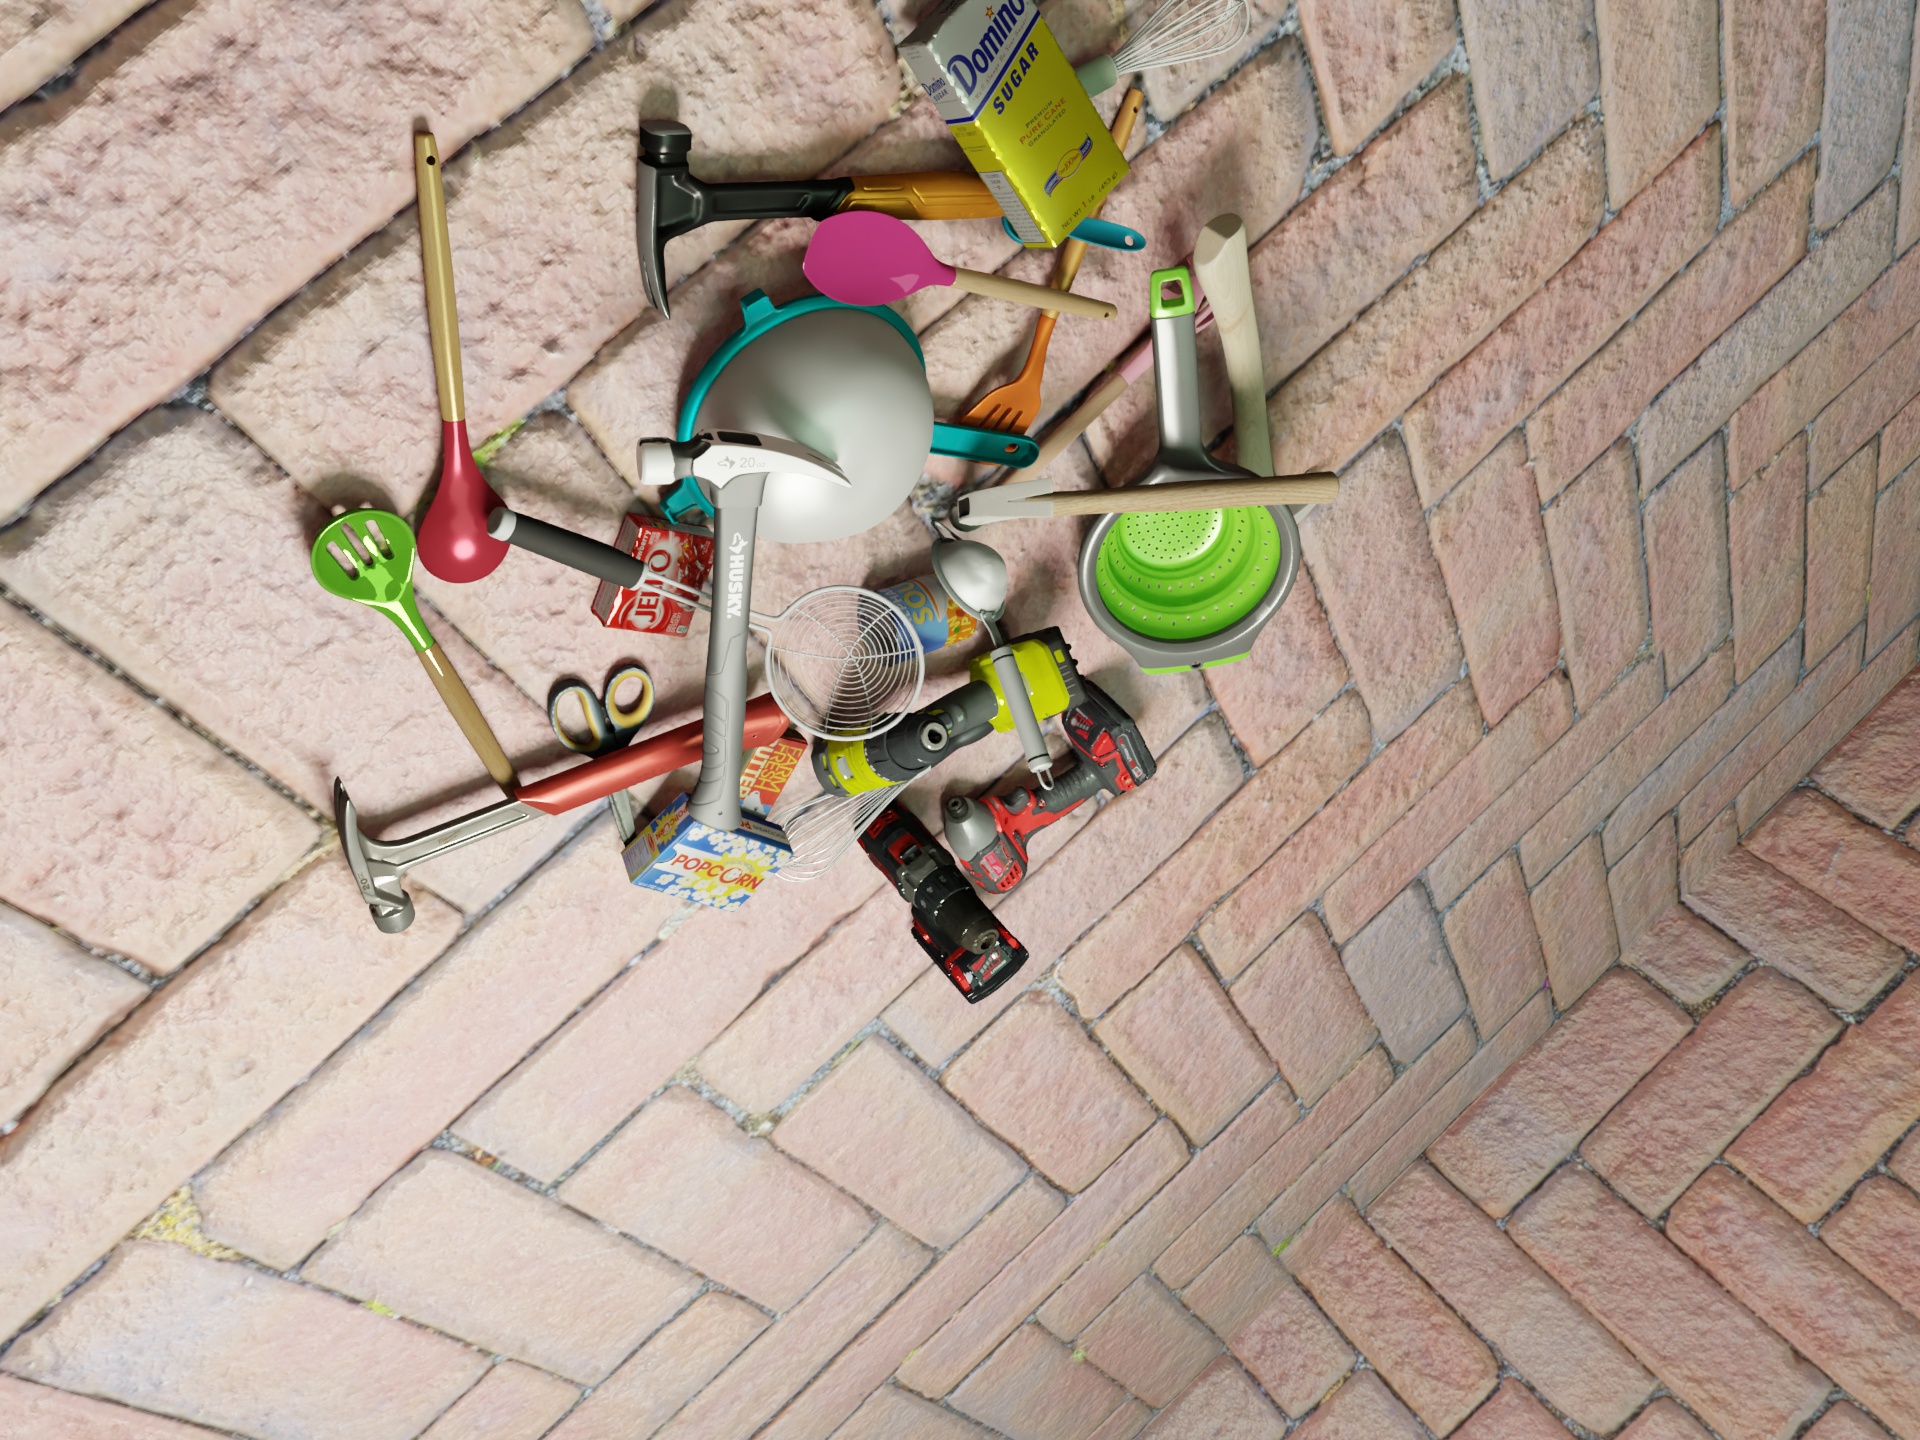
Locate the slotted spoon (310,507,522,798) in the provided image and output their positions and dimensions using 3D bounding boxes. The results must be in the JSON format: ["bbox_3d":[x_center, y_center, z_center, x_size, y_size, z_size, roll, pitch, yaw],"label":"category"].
[{"bbox_3d":[-0.381,-0.037,1.155,0.070,0.031,0.313,-33,139,-15],"label":"slotted spoon"}]

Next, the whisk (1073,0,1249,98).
[{"bbox_3d":[0.119,-0.497,1.208,0.246,0.058,0.059,-32,103,-11],"label":"whisk"}]

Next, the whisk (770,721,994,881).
[{"bbox_3d":[-0.065,0.059,1.484,0.284,0.070,0.070,-34,138,-21],"label":"whisk"}]

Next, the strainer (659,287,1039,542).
[{"bbox_3d":[-0.050,-0.204,1.231,0.340,0.095,0.211,0,131,-40],"label":"strainer"}]

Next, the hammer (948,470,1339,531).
[{"bbox_3d":[0.163,-0.189,1.346,0.331,0.130,0.031,-5,93,-11],"label":"hammer"}]

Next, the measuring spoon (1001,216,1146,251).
[{"bbox_3d":[0.088,-0.388,1.261,0.128,0.021,0.042,4,86,-25],"label":"measuring spoon"}]

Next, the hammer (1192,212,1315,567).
[{"bbox_3d":[0.270,-0.301,1.461,0.146,0.038,0.410,-40,147,-11],"label":"hammer"}]

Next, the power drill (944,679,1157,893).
[{"bbox_3d":[0.081,0.069,1.604,0.219,0.079,0.143,-39,139,-5],"label":"power drill"}]

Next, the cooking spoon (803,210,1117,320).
[{"bbox_3d":[0.010,-0.333,1.208,0.318,0.017,0.068,-2,128,-43],"label":"cooking spoon"}]

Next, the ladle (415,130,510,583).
[{"bbox_3d":[-0.335,-0.224,1.047,0.069,0.031,0.315,-18,130,-31],"label":"ladle"}]

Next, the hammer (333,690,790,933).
[{"bbox_3d":[-0.302,0.045,1.252,0.359,0.037,0.149,-22,137,-24],"label":"hammer"}]

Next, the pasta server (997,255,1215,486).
[{"bbox_3d":[0.118,-0.283,1.393,0.316,0.040,0.060,-44,140,2],"label":"pasta server"}]

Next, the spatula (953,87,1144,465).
[{"bbox_3d":[0.075,-0.356,1.300,0.081,0.041,0.322,7,112,-42],"label":"spatula"}]

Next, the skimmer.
[{"bbox_3d":[-0.181,-0.079,1.194,0.363,0.090,0.127,20,105,-45],"label":"skimmer"}]

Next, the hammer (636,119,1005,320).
[{"bbox_3d":[-0.072,-0.367,1.143,0.337,0.034,0.127,-14,129,-30],"label":"hammer"}]

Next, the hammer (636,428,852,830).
[{"bbox_3d":[-0.166,-0.056,1.174,0.146,0.035,0.334,-5,126,-20],"label":"hammer"}]

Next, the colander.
[{"bbox_3d":[0.194,-0.229,1.431,0.204,0.095,0.396,-9,127,1],"label":"colander"}]

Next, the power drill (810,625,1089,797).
[{"bbox_3d":[-0.002,-0.004,1.400,0.228,0.190,0.080,-26,94,-30],"label":"power drill"}]

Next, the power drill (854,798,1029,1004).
[{"bbox_3d":[-0.006,0.189,1.540,0.080,0.188,0.226,-39,143,-8],"label":"power drill"}]

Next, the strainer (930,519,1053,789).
[{"bbox_3d":[0.035,-0.063,1.331,0.050,0.258,0.086,-28,164,35],"label":"strainer"}]
